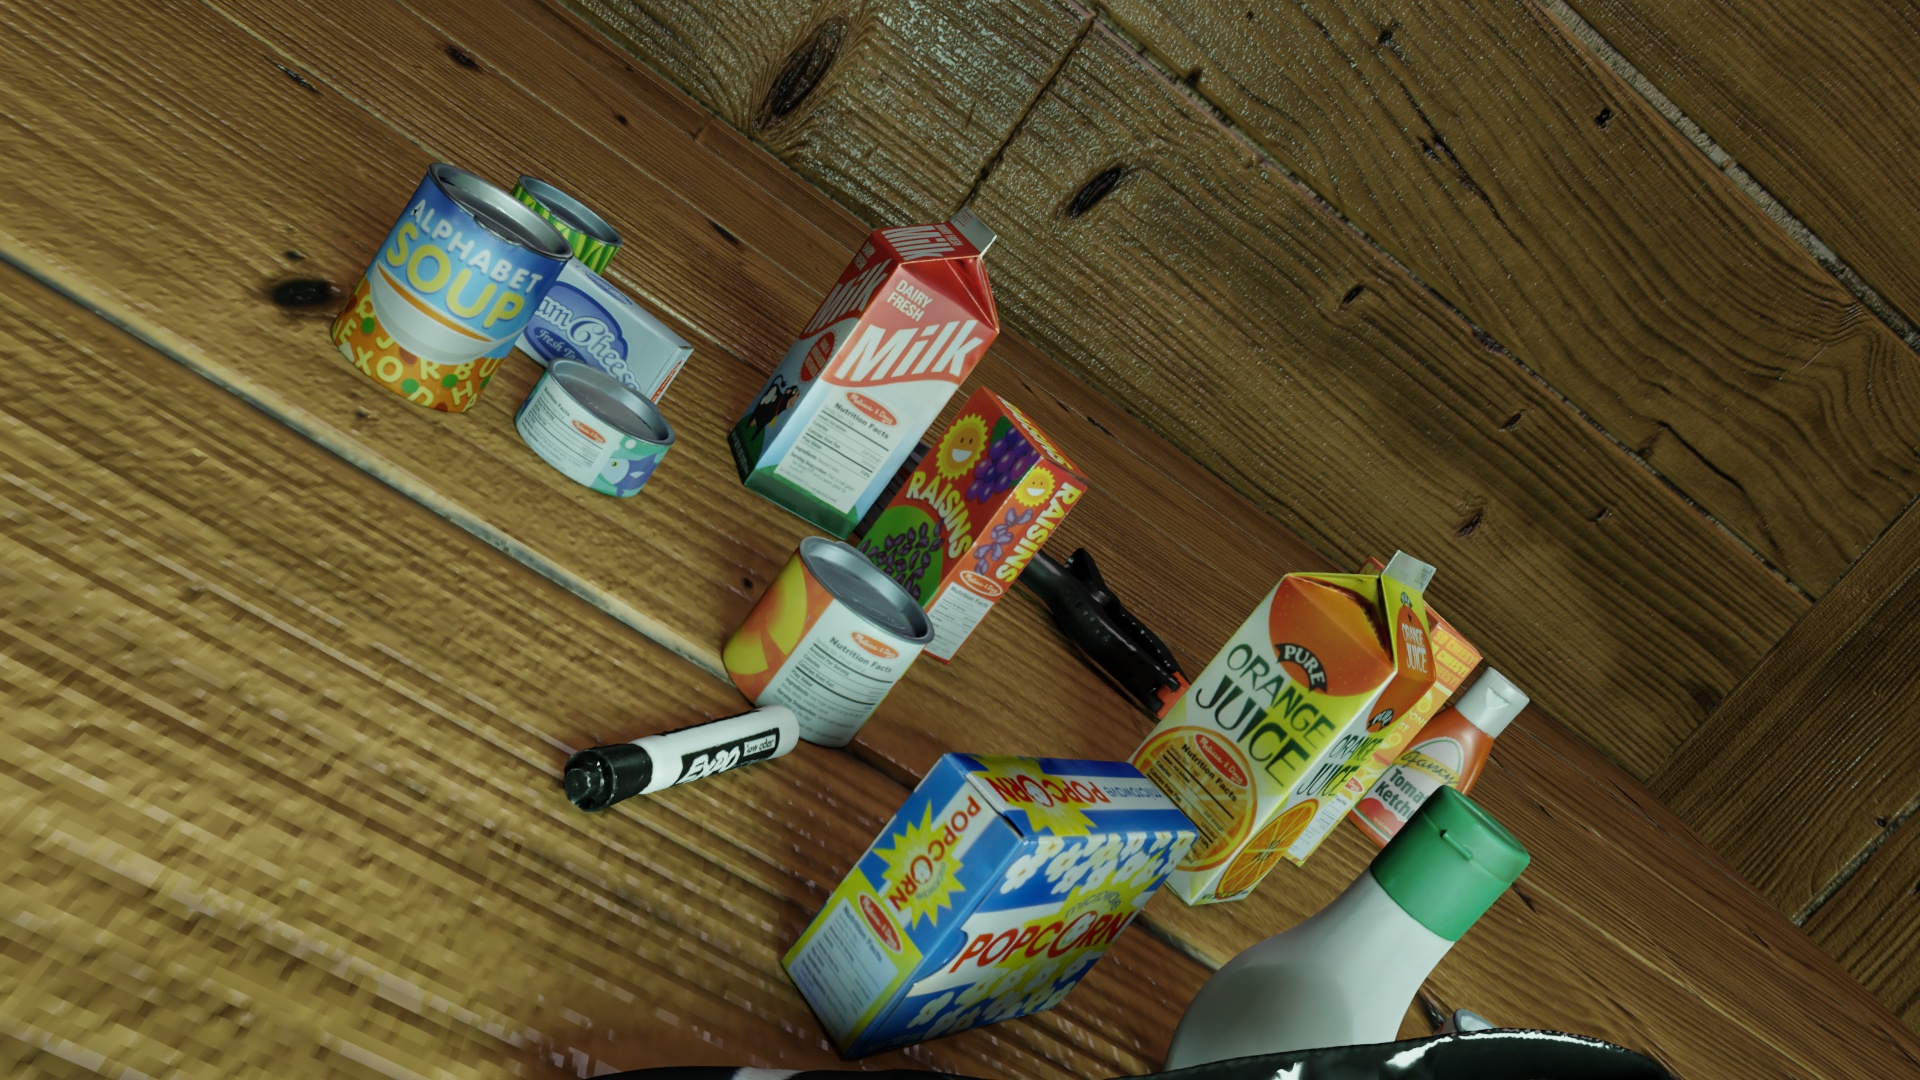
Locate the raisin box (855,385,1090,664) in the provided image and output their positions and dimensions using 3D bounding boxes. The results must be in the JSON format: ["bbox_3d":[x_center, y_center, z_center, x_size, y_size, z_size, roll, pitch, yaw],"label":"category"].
[{"bbox_3d":[0.003,-0.009,0.736,0.040,0.123,0.086,29,15,-35],"label":"raisin box"}]

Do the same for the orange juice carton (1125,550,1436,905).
[{"bbox_3d":[0.160,0.083,0.677,0.073,0.192,0.072,45,15,31],"label":"orange juice carton"}]

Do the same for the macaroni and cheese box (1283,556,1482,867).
[{"bbox_3d":[0.233,0.102,0.860,0.040,0.166,0.124,35,13,-12],"label":"macaroni and cheese box"}]

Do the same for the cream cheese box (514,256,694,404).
[{"bbox_3d":[-0.195,-0.109,0.716,0.104,0.053,0.024,38,13,1],"label":"cream cheese box"}]

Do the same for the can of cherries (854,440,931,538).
[{"bbox_3d":[-0.029,-0.023,0.844,0.071,0.058,0.072,35,13,-9],"label":"can of cherries"}]

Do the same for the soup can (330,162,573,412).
[{"bbox_3d":[-0.214,-0.105,0.585,0.071,0.083,0.071,35,13,-9],"label":"soup can"}]

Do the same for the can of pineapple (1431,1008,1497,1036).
[{"bbox_3d":[0.213,0.240,0.574,0.071,0.057,0.071,35,13,-9],"label":"can of pineapple"}]

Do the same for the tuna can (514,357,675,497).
[{"bbox_3d":[-0.167,-0.052,0.640,0.071,0.032,0.071,35,13,-9],"label":"tuna can"}]

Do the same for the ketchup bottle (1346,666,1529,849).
[{"bbox_3d":[0.344,0.158,0.999,0.065,0.148,0.043,41,13,17],"label":"ketchup bottle"}]

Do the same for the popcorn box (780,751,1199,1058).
[{"bbox_3d":[0.015,0.111,0.438,0.038,0.085,0.127,45,15,30],"label":"popcorn box"}]

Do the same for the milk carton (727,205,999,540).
[{"bbox_3d":[-0.046,-0.103,0.784,0.073,0.190,0.072,31,14,-28],"label":"milk carton"}]

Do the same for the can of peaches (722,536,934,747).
[{"bbox_3d":[-0.054,0.040,0.563,0.071,0.058,0.071,35,13,-9],"label":"can of peaches"}]

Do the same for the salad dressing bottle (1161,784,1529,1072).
[{"bbox_3d":[0.130,0.149,0.471,0.064,0.147,0.044,44,14,28],"label":"salad dressing bottle"}]

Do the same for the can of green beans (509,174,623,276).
[{"bbox_3d":[-0.236,-0.165,0.791,0.071,0.057,0.071,35,13,-9],"label":"can of green beans"}]
